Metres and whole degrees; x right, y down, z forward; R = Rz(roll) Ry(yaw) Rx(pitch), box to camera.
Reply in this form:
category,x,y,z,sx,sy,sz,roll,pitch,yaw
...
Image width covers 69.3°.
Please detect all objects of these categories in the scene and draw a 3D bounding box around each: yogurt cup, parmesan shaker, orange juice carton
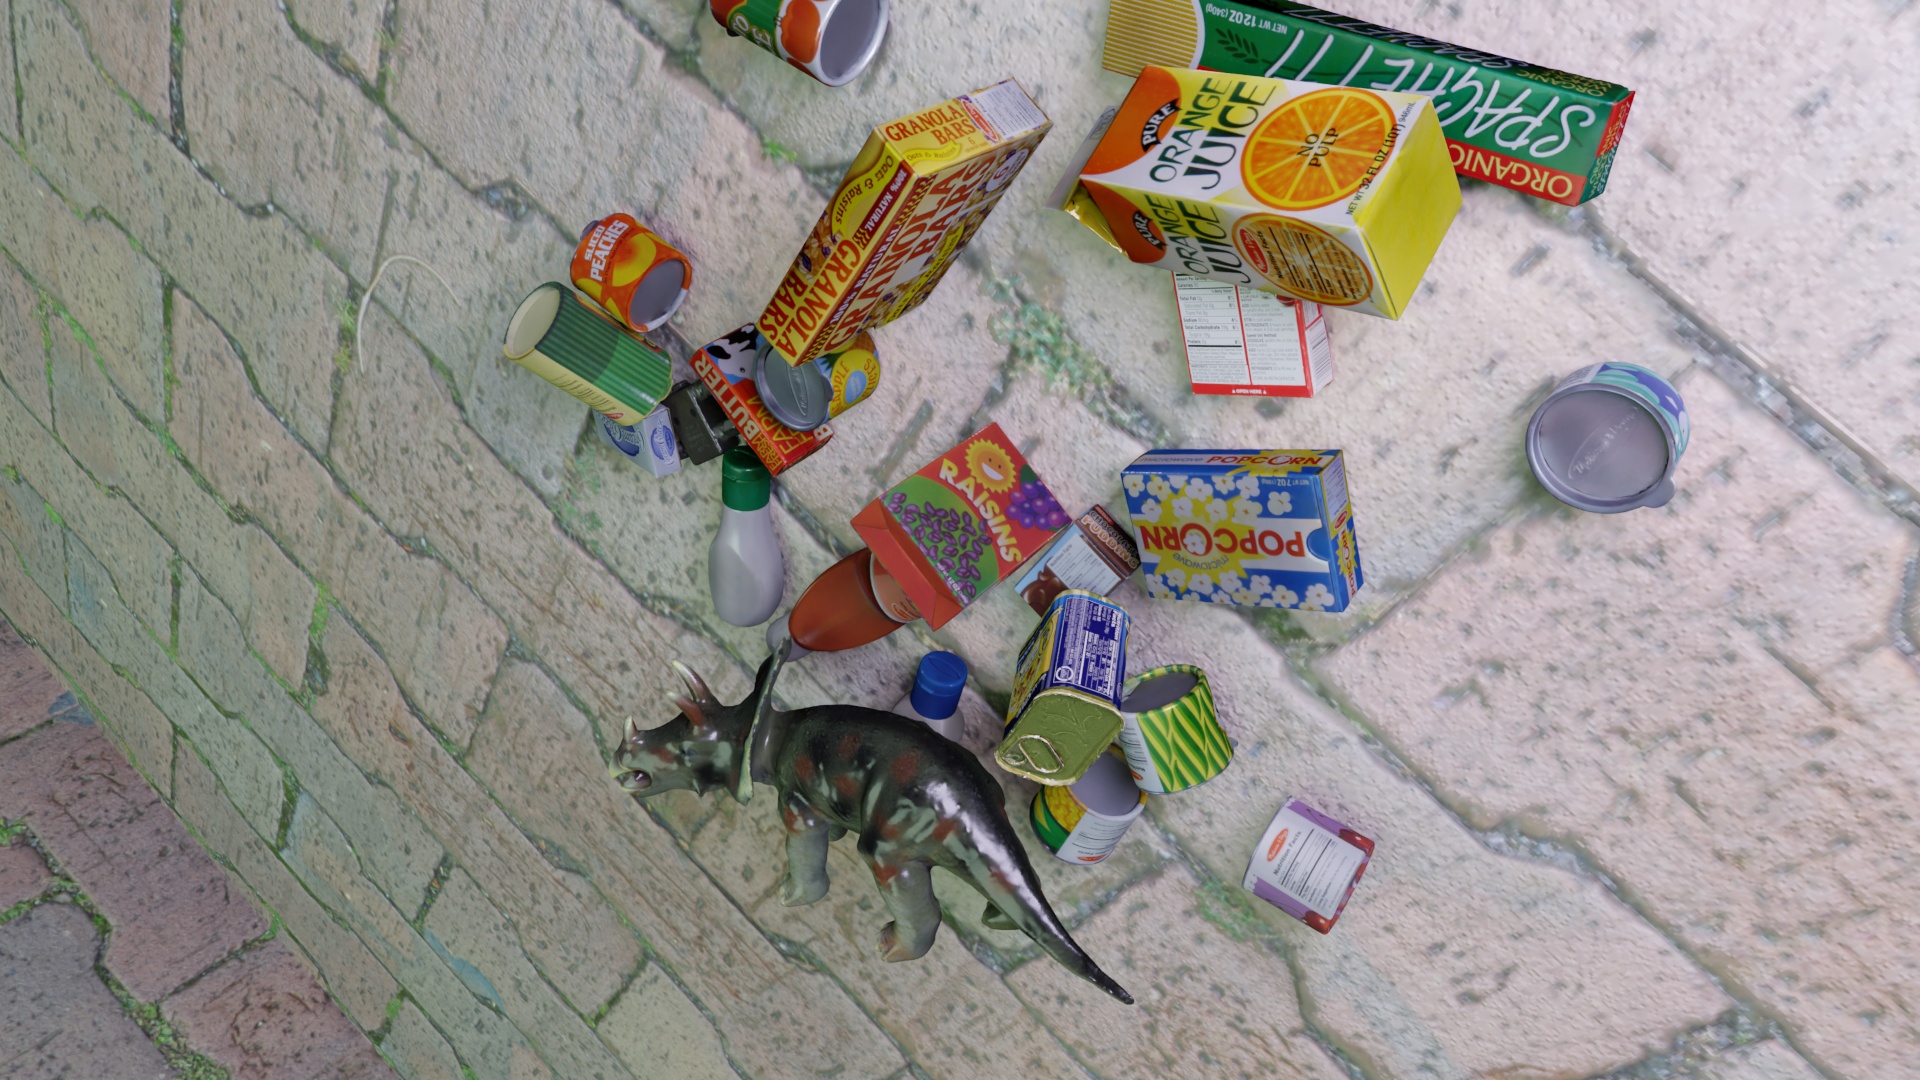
category,x,y,z,sx,sy,sz,roll,pitch,yaw
yogurt cup,-0.021,0.020,0.951,0.054,0.073,0.072,-9,110,35
parmesan shaker,-0.269,-0.136,1.014,0.071,0.071,0.103,0,156,40
orange juice carton,0.129,-0.172,0.665,0.193,0.072,0.073,22,166,38

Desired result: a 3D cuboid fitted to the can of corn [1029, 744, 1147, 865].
category,x,y,z,sx,sy,sz,roll,pitch,yaw
can of corn,0.087,0.178,0.958,0.071,0.071,0.058,39,134,15

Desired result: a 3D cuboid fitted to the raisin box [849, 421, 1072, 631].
category,x,y,z,sx,sy,sz,roll,pitch,yaw
raisin box,0.003,-0.011,0.866,0.086,0.124,0.040,51,136,2

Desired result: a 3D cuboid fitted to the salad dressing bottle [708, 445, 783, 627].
category,x,y,z,sx,sy,sz,roll,pitch,yaw
salad dressing bottle,-0.166,-0.003,1.074,0.064,0.044,0.146,27,130,26

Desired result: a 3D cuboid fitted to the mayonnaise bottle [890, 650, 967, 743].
category,x,y,z,sx,sy,sz,roll,pitch,yaw
mayonnaise bottle,-0.027,0.147,1.053,0.065,0.041,0.147,33,132,19

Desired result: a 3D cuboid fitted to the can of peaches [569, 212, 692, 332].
category,x,y,z,sx,sy,sz,roll,pitch,yaw
can of peaches,-0.236,-0.192,0.994,0.058,0.071,0.070,37,134,15

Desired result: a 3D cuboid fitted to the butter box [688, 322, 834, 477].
category,x,y,z,sx,sy,sz,roll,pitch,yaw
butter box,-0.140,-0.100,0.982,0.103,0.053,0.024,54,139,0

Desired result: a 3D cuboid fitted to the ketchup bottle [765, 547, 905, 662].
category,x,y,z,sx,sy,sz,roll,pitch,yaw
ketchup bottle,-0.096,0.056,1.051,0.148,0.044,0.064,-29,95,47

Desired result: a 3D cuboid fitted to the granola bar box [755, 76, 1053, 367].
category,x,y,z,sx,sy,sz,roll,pitch,yaw
granola bar box,-0.033,-0.178,0.790,0.039,0.125,0.164,49,137,6

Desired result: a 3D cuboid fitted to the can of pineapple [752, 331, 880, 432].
category,x,y,z,sx,sy,sz,roll,pitch,yaw
can of pineapple,-0.094,-0.113,0.932,0.071,0.058,0.070,21,128,29

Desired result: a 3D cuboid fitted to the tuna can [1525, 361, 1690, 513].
category,x,y,z,sx,sy,sz,roll,pitch,yaw
tuna can,0.306,-0.047,0.651,0.071,0.033,0.070,21,128,30

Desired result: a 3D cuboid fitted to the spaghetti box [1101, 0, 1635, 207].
category,x,y,z,sx,sy,sz,roll,pitch,yaw
spaghetti box,0.181,-0.218,0.652,0.250,0.029,0.049,27,132,26

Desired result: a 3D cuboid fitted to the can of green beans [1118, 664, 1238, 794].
category,x,y,z,sx,sy,sz,roll,pitch,yaw
can of green beans,0.133,0.118,0.879,0.071,0.071,0.057,-7,110,43

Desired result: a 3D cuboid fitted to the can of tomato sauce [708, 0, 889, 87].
category,x,y,z,sx,sy,sz,roll,pitch,yaw
can of tomato sauce,-0.093,-0.308,0.800,0.083,0.071,0.070,34,134,18

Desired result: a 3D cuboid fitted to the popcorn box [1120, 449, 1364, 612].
category,x,y,z,sx,sy,sz,roll,pitch,yaw
popcorn box,0.160,-0.007,0.797,0.126,0.038,0.085,3,116,40

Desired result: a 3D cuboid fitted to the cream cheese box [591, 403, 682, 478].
category,x,y,z,sx,sy,sz,roll,pitch,yaw
cream cheese box,-0.257,-0.090,1.091,0.104,0.024,0.053,28,135,46

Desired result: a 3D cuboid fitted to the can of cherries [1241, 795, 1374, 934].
category,x,y,z,sx,sy,sz,roll,pitch,yaw
can of cherries,0.217,0.202,0.864,0.058,0.072,0.071,27,131,24

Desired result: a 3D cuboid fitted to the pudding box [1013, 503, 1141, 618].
category,x,y,z,sx,sy,sz,roll,pitch,yaw
pudding box,0.076,0.021,0.892,0.050,0.030,0.083,46,136,6
